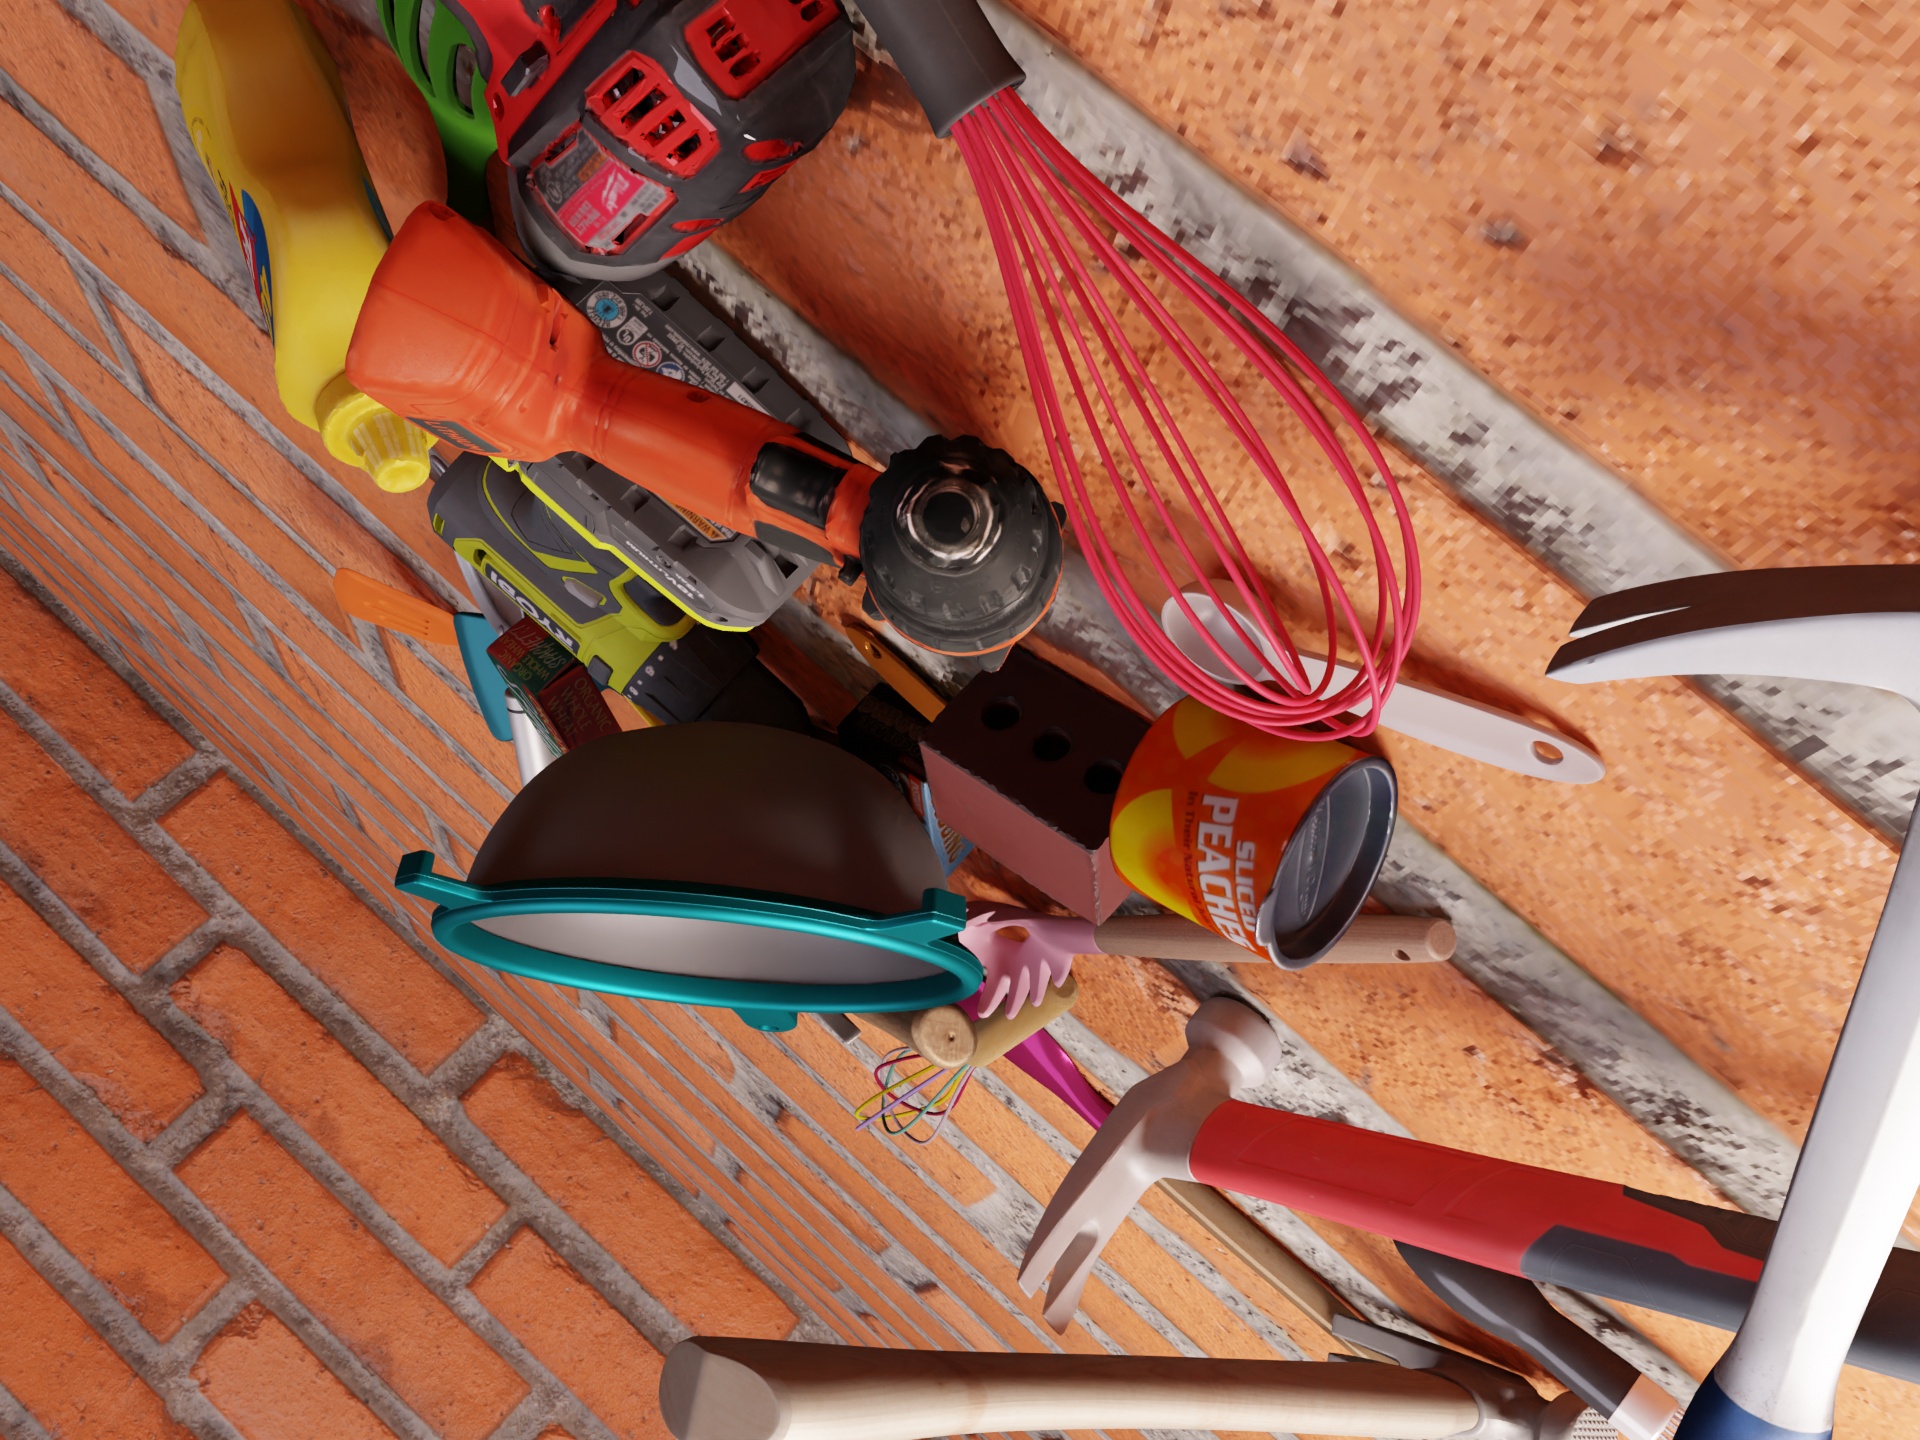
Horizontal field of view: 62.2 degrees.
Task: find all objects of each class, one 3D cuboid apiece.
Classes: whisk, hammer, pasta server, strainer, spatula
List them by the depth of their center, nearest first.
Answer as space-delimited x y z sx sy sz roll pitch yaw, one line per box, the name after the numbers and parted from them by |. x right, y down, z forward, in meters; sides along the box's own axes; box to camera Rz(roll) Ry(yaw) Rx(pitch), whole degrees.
0.016 -0.118 0.351 0.295 0.073 0.073 56 154 -11 | whisk
0.186 0.147 0.371 0.144 0.035 0.405 18 128 29 | hammer
0.177 0.164 0.470 0.386 0.143 0.038 -3 128 53 | hammer
0.276 0.274 0.575 0.285 0.070 0.070 36 155 30 | whisk
0.071 0.256 0.612 0.410 0.038 0.146 17 169 -33 | hammer
0.069 0.090 0.622 0.060 0.040 0.316 44 156 -17 | pasta server
-0.094 0.073 0.691 0.211 0.095 0.340 4 162 1 | strainer
-0.162 -0.007 0.818 0.318 0.044 0.082 14 124 46 | spatula
0.003 0.174 0.828 0.047 0.051 0.245 26 145 -11 | whisk
-0.229 -0.020 0.832 0.087 0.050 0.258 32 133 46 | strainer
-0.063 0.143 0.869 0.130 0.031 0.331 48 165 -15 | hammer
-0.271 0.014 1.026 0.322 0.041 0.081 45 155 -4 | spatula

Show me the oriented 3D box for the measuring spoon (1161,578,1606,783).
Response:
0.112 -0.012 0.425 0.124 0.018 0.034 23 149 26 | measuring spoon

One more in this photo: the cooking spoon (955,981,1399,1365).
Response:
0.098 0.226 0.816 0.319 0.017 0.068 39 156 15 | cooking spoon

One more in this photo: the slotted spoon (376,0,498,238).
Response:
-0.182 -0.177 0.600 0.070 0.031 0.313 40 157 2 | slotted spoon

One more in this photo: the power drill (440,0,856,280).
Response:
-0.135 -0.212 0.403 0.219 0.078 0.143 49 150 -18 | power drill

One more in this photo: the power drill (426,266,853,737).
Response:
-0.118 -0.064 0.621 0.190 0.080 0.228 42 158 -5 | power drill

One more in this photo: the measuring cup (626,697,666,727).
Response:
-0.161 -0.037 0.759 0.156 0.029 0.062 51 -173 -9 | measuring cup

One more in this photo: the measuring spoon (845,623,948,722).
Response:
-0.001 -0.002 0.620 0.117 0.011 0.021 41 156 15 | measuring spoon
